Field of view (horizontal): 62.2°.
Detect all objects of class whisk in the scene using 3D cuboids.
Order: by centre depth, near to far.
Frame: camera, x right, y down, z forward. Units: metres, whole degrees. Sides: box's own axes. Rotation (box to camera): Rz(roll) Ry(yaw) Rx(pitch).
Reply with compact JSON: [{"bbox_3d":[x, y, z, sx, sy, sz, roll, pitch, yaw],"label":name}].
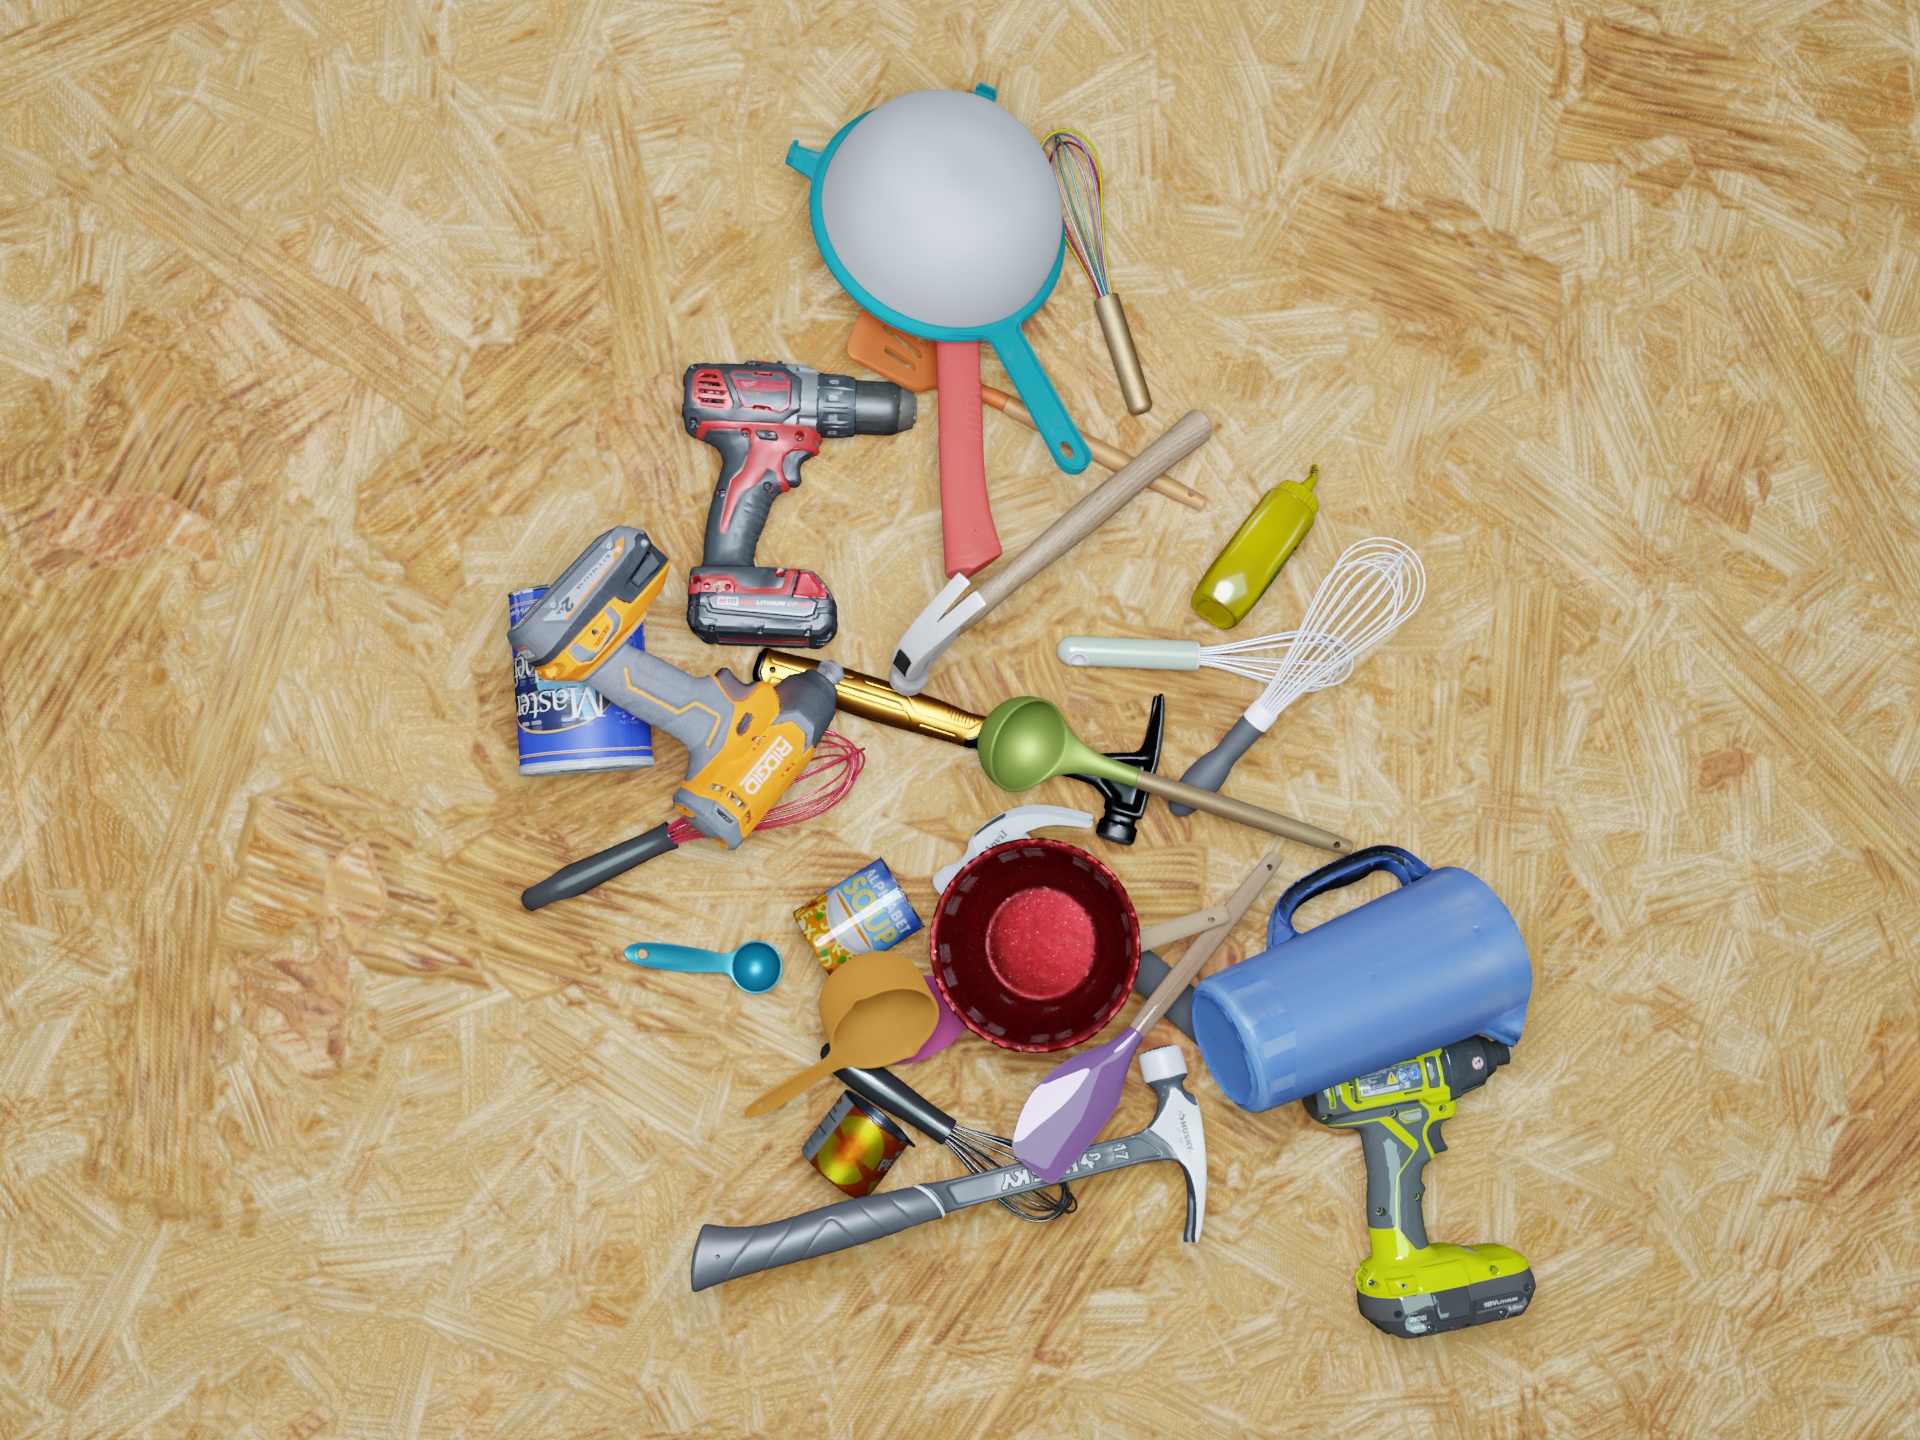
[{"bbox_3d":[-0.210,0.082,1.254,0.296,0.073,0.073,-25,89,-1],"label":"whisk"},{"bbox_3d":[0.261,-0.027,1.265,0.070,0.070,0.284,38,109,-2],"label":"whisk"},{"bbox_3d":[-0.010,0.325,1.265,0.239,0.055,0.055,33,84,1],"label":"whisk"},{"bbox_3d":[0.202,-0.054,1.310,0.246,0.057,0.059,2,52,-2],"label":"whisk"},{"bbox_3d":[0.117,-0.373,1.320,0.047,0.051,0.245,-18,91,-12],"label":"whisk"}]

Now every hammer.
[{"bbox_3d":[-0.003,0.364,1.204,0.409,0.036,0.149,-11,75,-14],"label":"hammer"},{"bbox_3d":[0.077,-0.143,1.250,0.331,0.130,0.031,-40,83,-17],"label":"hammer"},{"bbox_3d":[-0.011,-0.287,1.264,0.149,0.036,0.359,3,76,-16],"label":"hammer"},{"bbox_3d":[0.140,0.195,1.282,0.331,0.033,0.128,43,103,-5],"label":"hammer"},{"bbox_3d":[-0.002,-0.004,1.289,0.337,0.034,0.127,16,86,-4],"label":"hammer"}]

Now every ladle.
[{"bbox_3d":[0.165,0.056,1.257,0.320,0.062,0.078,18,99,-7],"label":"ladle"}]

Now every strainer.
[{"bbox_3d":[0.024,-0.352,1.221,0.211,0.095,0.340,-25,83,-21],"label":"strainer"}]

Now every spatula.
[{"bbox_3d":[0.151,0.221,1.239,0.060,0.018,0.316,42,76,2],"label":"spatula"},{"bbox_3d":[0.060,-0.253,1.307,0.322,0.041,0.081,26,72,-5],"label":"spatula"}]

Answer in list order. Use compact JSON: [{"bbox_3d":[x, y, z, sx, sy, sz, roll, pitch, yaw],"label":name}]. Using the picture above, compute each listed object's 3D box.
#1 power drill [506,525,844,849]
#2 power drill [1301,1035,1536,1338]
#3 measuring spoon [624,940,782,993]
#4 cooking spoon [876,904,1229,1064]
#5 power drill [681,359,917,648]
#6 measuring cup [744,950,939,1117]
[{"bbox_3d":[-0.198,-0.036,1.171,0.226,0.084,0.164,45,71,-18],"label":"power drill"},{"bbox_3d":[0.378,0.365,1.283,0.171,0.080,0.223,-9,84,-6],"label":"power drill"},{"bbox_3d":[-0.204,0.191,1.271,0.128,0.021,0.042,6,87,4],"label":"measuring spoon"},{"bbox_3d":[0.060,0.203,1.260,0.319,0.017,0.069,-20,90,8],"label":"cooking spoon"},{"bbox_3d":[-0.131,-0.175,1.269,0.188,0.080,0.227,2,83,-6],"label":"power drill"},{"bbox_3d":[-0.101,0.243,1.232,0.173,0.052,0.095,-34,133,5],"label":"measuring cup"}]
